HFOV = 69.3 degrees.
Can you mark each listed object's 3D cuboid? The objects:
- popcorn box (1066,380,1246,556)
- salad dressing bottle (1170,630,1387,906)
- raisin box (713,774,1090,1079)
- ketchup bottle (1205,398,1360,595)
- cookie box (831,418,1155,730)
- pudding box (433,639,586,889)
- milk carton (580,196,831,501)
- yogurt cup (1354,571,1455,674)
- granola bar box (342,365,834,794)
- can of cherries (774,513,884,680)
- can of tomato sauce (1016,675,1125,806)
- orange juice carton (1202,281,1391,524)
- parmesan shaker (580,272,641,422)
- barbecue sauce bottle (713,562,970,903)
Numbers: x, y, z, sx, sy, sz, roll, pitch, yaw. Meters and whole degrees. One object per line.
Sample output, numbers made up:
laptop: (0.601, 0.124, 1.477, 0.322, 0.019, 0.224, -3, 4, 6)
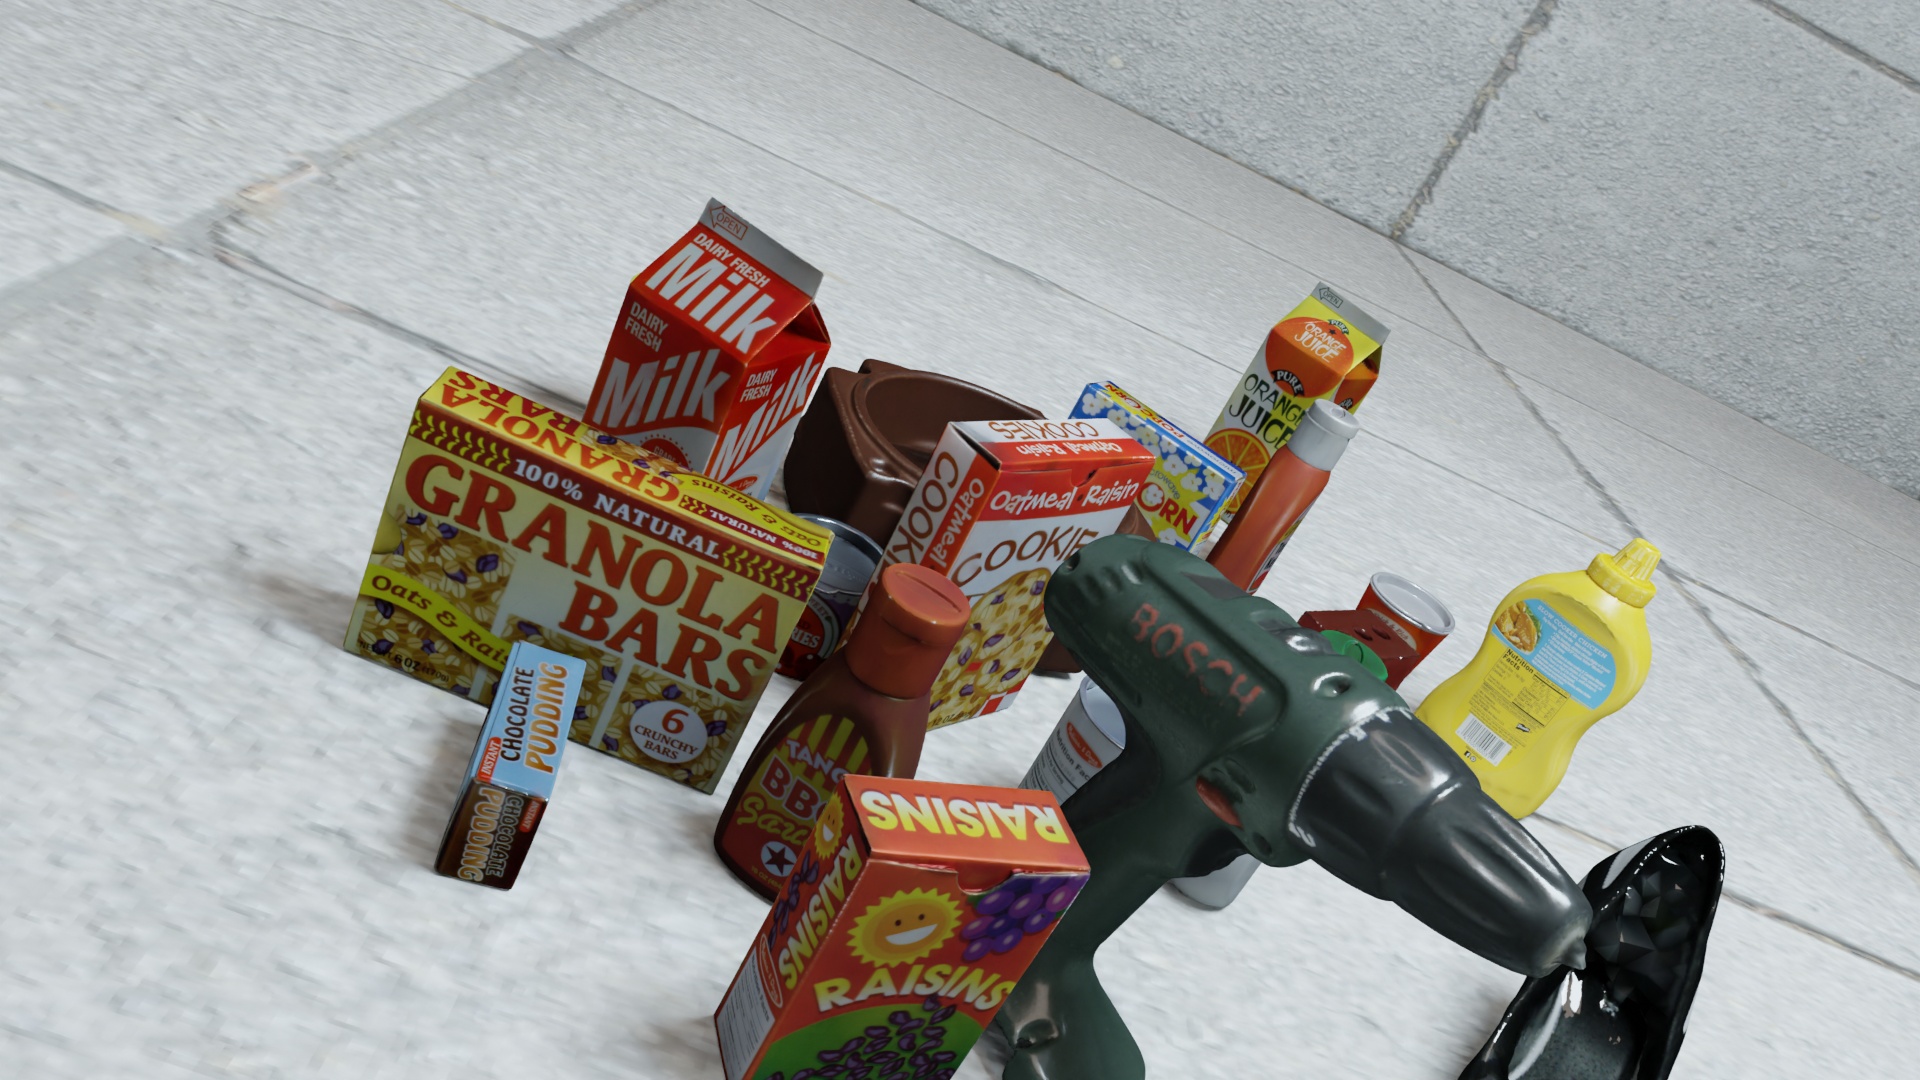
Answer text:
popcorn box: (0.128, -0.045, 0.990, 0.127, 0.085, 0.038, 37, 27, 18)
salad dressing bottle: (0.148, 0.109, 0.663, 0.044, 0.147, 0.064, 33, 26, 10)
raisin box: (-0.022, 0.139, 0.476, 0.086, 0.122, 0.040, 12, 30, -30)
ketchup bottle: (0.227, -0.030, 0.985, 0.043, 0.148, 0.065, 34, 27, 13)
cookie box: (0.012, 0.020, 0.672, 0.123, 0.166, 0.040, -7, 43, -50)
pudding box: (-0.168, 0.082, 0.523, 0.030, 0.049, 0.084, 20, 27, -16)
milk carton: (-0.126, -0.061, 0.661, 0.072, 0.189, 0.074, 35, 27, 15)
yogurt cup: (0.315, 0.063, 1.007, 0.072, 0.053, 0.073, 22, 27, -12)
granola bar box: (-0.152, 0.020, 0.565, 0.165, 0.123, 0.039, 24, 26, -9)
can of cherries: (-0.075, 0.029, 0.695, 0.071, 0.058, 0.072, 22, 27, -12)
can of tomato sauce: (0.068, 0.114, 0.652, 0.071, 0.082, 0.071, 22, 27, -12)
orange juice carton: (0.261, -0.104, 1.101, 0.072, 0.191, 0.073, 42, 29, 26)
parmesan shaker: (-0.164, -0.086, 0.767, 0.071, 0.102, 0.071, 22, 27, -12)
barbecue sauce bottle: (-0.043, 0.077, 0.540, 0.065, 0.148, 0.044, 32, 26, 8)
